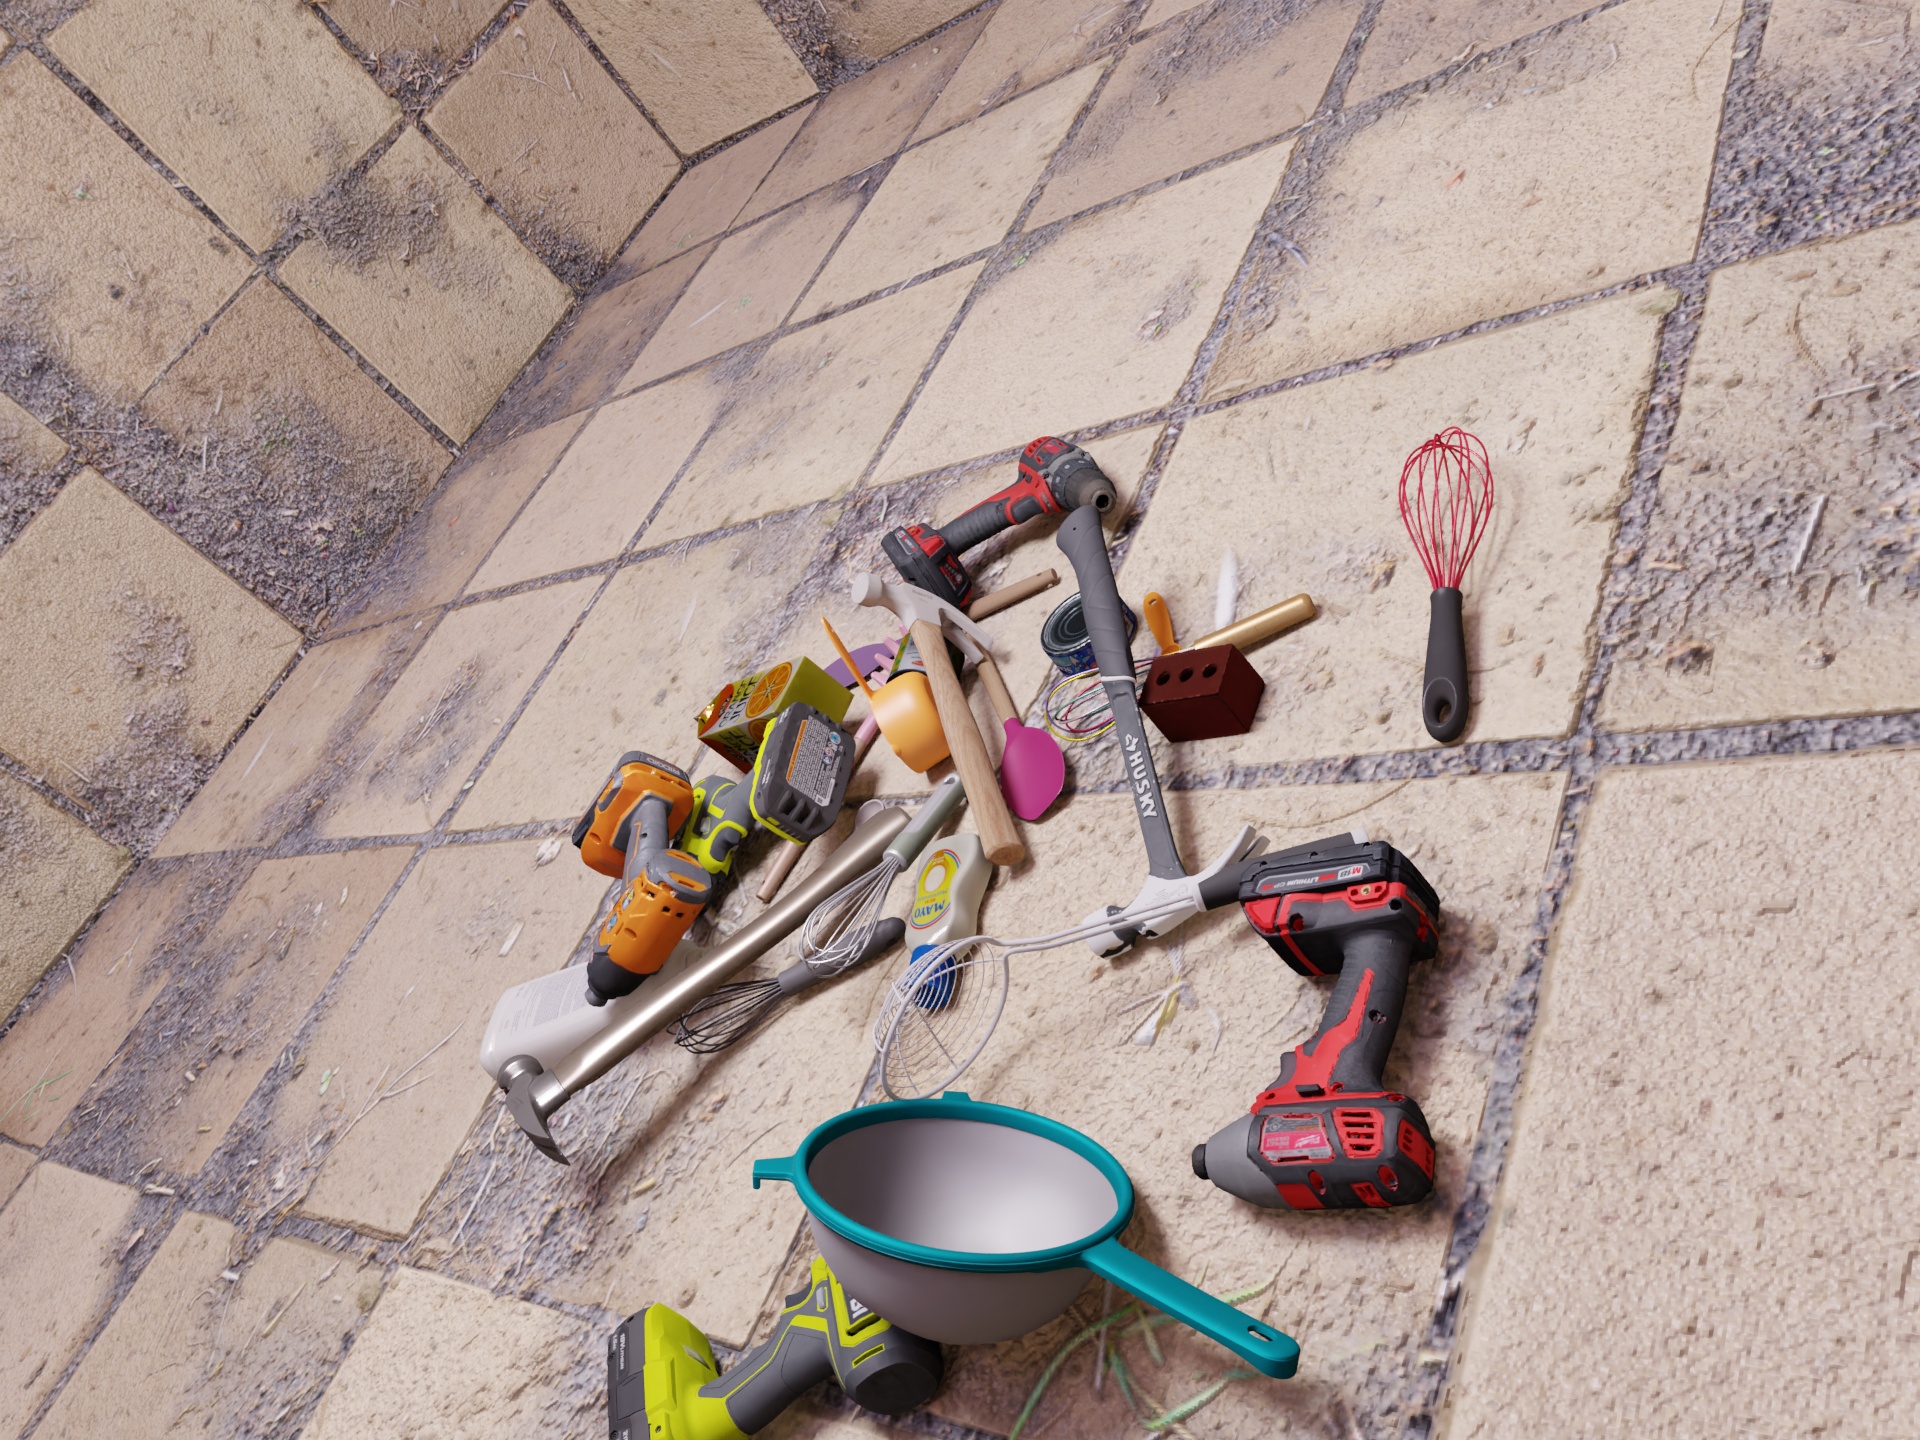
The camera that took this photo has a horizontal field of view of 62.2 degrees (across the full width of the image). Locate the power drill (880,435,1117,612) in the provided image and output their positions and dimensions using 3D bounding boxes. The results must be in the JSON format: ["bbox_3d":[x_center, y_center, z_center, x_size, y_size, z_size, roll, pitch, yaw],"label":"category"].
[{"bbox_3d":[0.045,-0.195,1.591,0.226,0.080,0.188,-35,26,-1],"label":"power drill"}]

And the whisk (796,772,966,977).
[{"bbox_3d":[-0.060,0.123,1.335,0.058,0.059,0.246,-5,33,40],"label":"whisk"}]

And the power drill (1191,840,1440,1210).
[{"bbox_3d":[0.217,0.190,0.966,0.143,0.078,0.220,-16,43,36],"label":"power drill"}]

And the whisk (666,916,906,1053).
[{"bbox_3d":[-0.149,0.222,1.352,0.239,0.055,0.055,-28,34,15],"label":"whisk"}]

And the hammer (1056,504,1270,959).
[{"bbox_3d":[0.131,-0.019,1.247,0.149,0.036,0.409,-31,47,26],"label":"hammer"}]

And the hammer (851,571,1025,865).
[{"bbox_3d":[-0.002,-0.004,1.394,0.031,0.130,0.332,-53,38,31],"label":"hammer"}]

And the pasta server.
[{"bbox_3d":[-0.117,0.037,1.544,0.060,0.040,0.316,-11,43,58],"label":"pasta server"}]

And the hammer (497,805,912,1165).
[{"bbox_3d":[-0.198,0.209,1.340,0.410,0.038,0.146,-37,27,-16],"label":"hammer"}]

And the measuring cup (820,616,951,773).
[{"bbox_3d":[-0.060,-0.034,1.444,0.052,0.173,0.095,-30,18,12],"label":"measuring cup"}]

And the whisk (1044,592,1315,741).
[{"bbox_3d":[0.180,-0.044,1.322,0.245,0.051,0.047,-25,56,19],"label":"whisk"}]

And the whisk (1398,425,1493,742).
[{"bbox_3d":[0.361,-0.106,1.182,0.073,0.073,0.296,-17,47,35],"label":"whisk"}]

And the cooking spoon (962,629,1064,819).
[{"bbox_3d":[0.041,-0.009,1.445,0.068,0.017,0.319,-50,29,17],"label":"cooking spoon"}]

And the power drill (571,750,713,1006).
[{"bbox_3d":[-0.302,0.147,1.461,0.164,0.084,0.227,-53,30,18],"label":"power drill"}]

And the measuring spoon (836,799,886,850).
[{"bbox_3d":[-0.105,0.127,1.450,0.034,0.018,0.124,24,77,51],"label":"measuring spoon"}]

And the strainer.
[{"bbox_3d":[0.045,0.334,0.945,0.341,0.211,0.095,16,105,40],"label":"strainer"}]

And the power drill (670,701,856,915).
[{"bbox_3d":[-0.202,0.094,1.505,0.223,0.080,0.171,-37,29,38],"label":"power drill"}]

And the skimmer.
[{"bbox_3d":[0.112,0.164,1.082,0.363,0.127,0.090,-19,51,8],"label":"skimmer"}]

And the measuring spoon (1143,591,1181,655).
[{"bbox_3d":[0.177,-0.081,1.394,0.021,0.011,0.117,-30,30,14],"label":"measuring spoon"}]

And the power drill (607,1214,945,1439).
[{"bbox_3d":[-0.125,0.408,1.075,0.228,0.080,0.191,-34,34,8],"label":"power drill"}]

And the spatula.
[{"bbox_3d":[-0.035,-0.090,1.625,0.316,0.018,0.060,-23,36,30],"label":"spatula"}]
